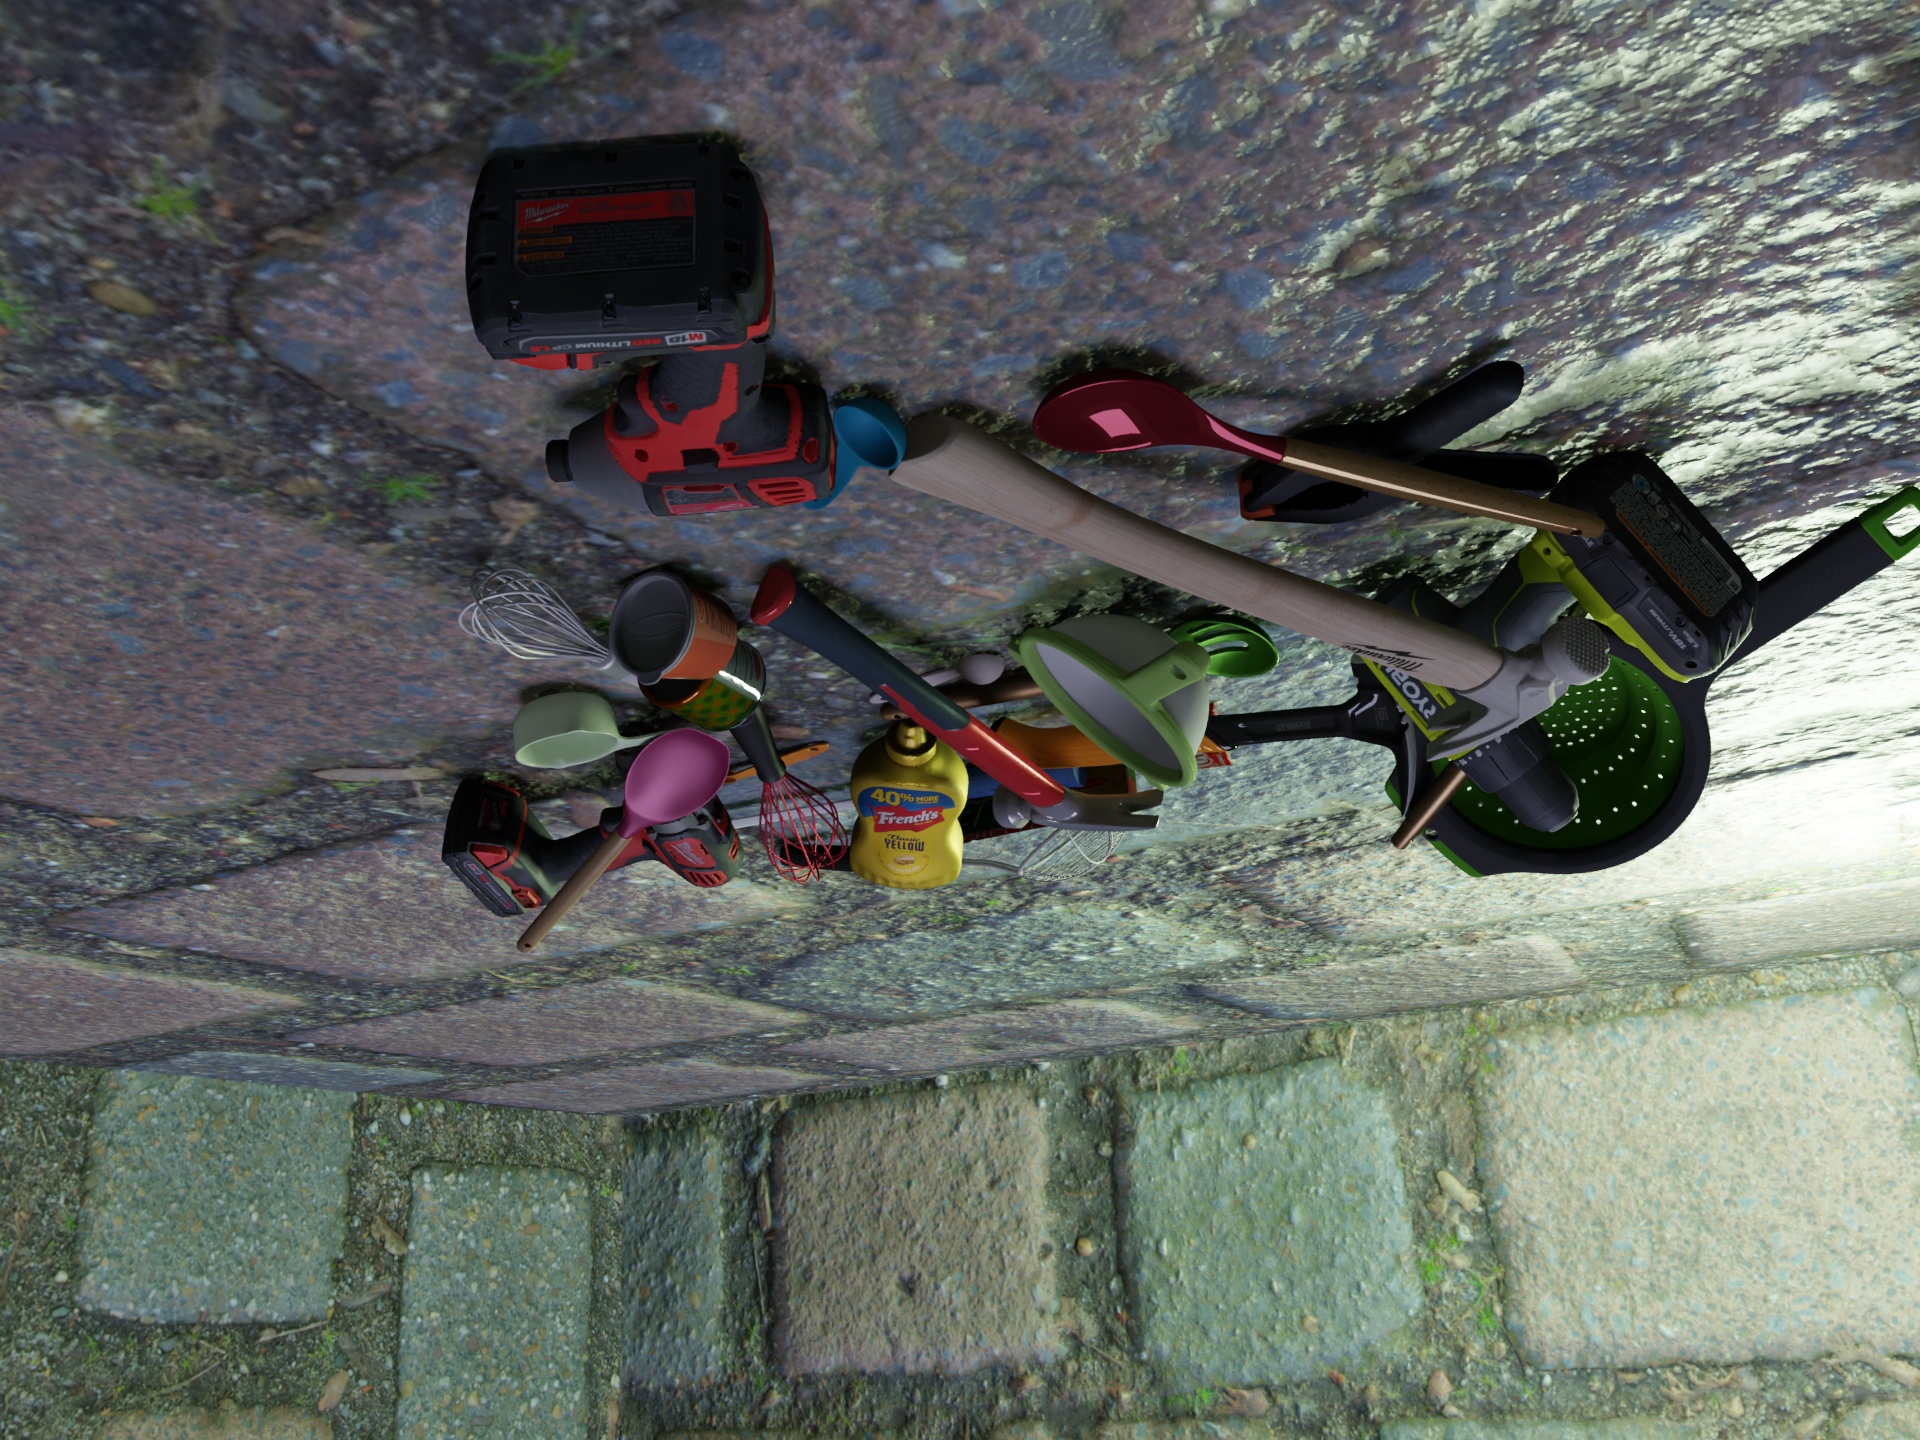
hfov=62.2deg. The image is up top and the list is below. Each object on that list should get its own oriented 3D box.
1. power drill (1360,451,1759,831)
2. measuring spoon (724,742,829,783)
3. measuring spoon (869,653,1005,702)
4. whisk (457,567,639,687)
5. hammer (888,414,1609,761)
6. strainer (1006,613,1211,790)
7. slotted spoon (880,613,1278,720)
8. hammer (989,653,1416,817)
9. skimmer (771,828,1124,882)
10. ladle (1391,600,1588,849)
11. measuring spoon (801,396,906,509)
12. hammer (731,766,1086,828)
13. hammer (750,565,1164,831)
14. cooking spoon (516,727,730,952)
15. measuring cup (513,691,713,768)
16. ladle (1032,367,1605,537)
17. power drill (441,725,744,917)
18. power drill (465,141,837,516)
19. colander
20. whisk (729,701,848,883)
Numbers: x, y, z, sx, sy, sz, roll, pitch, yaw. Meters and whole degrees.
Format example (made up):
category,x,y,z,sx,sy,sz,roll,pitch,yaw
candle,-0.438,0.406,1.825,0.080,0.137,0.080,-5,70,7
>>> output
category,x,y,z,sx,sy,sz,roll,pitch,yaw
power drill,0.365,-0.040,0.979,0.080,0.190,0.228,-36,174,-34
measuring spoon,-0.159,0.033,1.333,0.117,0.011,0.021,-18,157,27
measuring spoon,-0.020,-0.024,1.179,0.124,0.018,0.034,-17,156,35
whisk,-0.240,-0.046,1.044,0.058,0.059,0.246,-33,157,13
hammer,0.151,-0.074,0.896,0.410,0.038,0.146,19,152,-15
strainer,0.125,-0.035,1.020,0.151,0.069,0.256,42,167,-2
slotted spoon,0.079,-0.033,1.161,0.314,0.031,0.070,-11,142,26
hammer,0.172,0.018,1.206,0.337,0.127,0.034,-5,-156,28
skimmer,-0.016,0.103,1.514,0.363,0.090,0.127,0,-177,22
ladle,0.388,-0.009,1.079,0.078,0.062,0.320,-20,148,-41
measuring spoon,-0.060,-0.142,0.851,0.042,0.021,0.128,42,156,-10
hammer,-0.091,0.072,1.409,0.405,0.035,0.144,-10,159,18
hammer,-0.002,-0.004,1.111,0.143,0.038,0.385,-1,156,36
cooking spoon,-0.281,0.102,1.276,0.068,0.017,0.318,28,128,-24
measuring cup,-0.252,0.000,1.194,0.167,0.038,0.083,-8,163,-25
ladle,0.191,-0.134,0.825,0.315,0.031,0.069,12,157,-10
power drill,-0.310,0.082,1.318,0.226,0.080,0.187,-9,142,11
power drill,-0.137,-0.157,0.714,0.143,0.079,0.219,-4,163,2
colander,0.483,-0.041,1.113,0.204,0.094,0.397,44,125,-7
whisk,-0.146,0.050,1.263,0.073,0.073,0.295,-6,147,7
